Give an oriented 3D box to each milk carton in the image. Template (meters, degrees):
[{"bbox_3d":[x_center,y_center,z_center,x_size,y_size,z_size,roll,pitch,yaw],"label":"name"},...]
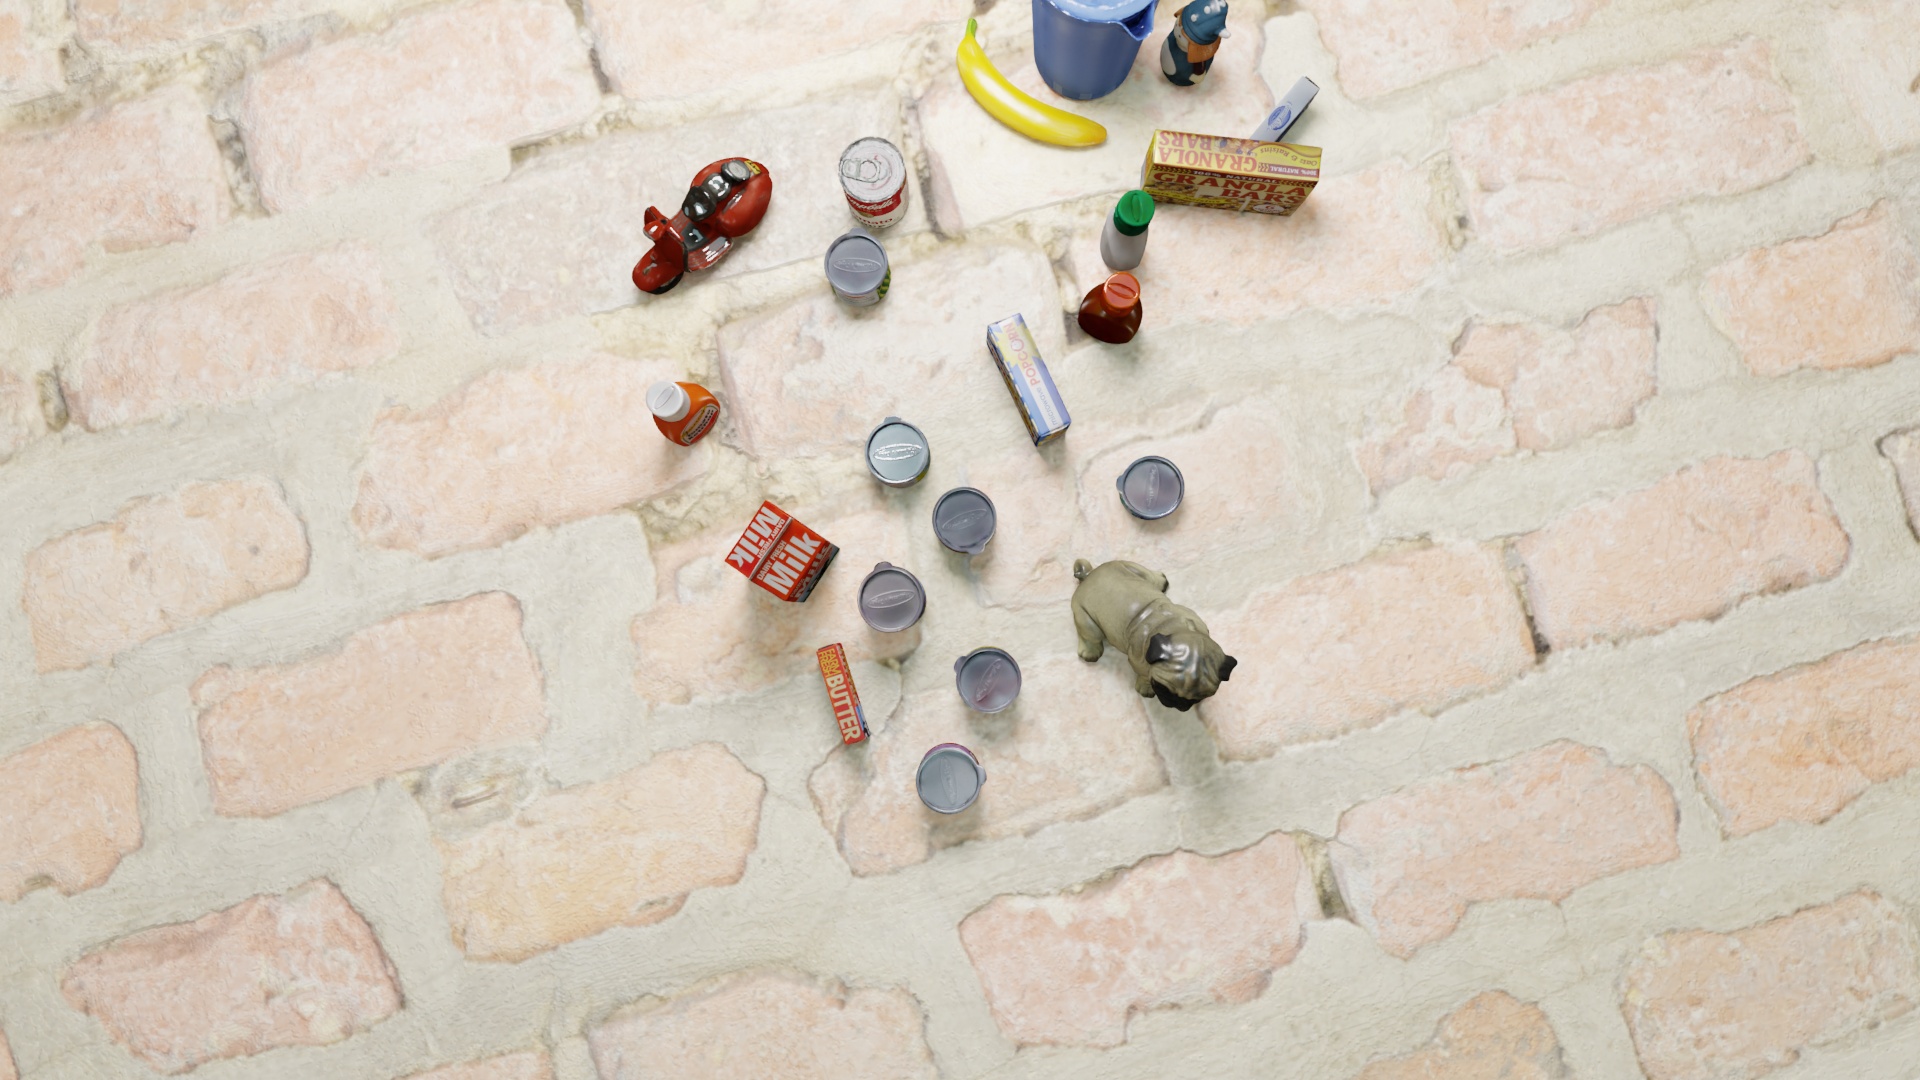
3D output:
[{"bbox_3d":[-0.175,0.012,1.364,0.073,0.190,0.072,33,88,2],"label":"milk carton"}]

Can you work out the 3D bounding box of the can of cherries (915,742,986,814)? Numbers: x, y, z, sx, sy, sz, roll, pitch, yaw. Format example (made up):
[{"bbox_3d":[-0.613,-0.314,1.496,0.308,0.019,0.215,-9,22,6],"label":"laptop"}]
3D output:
[{"bbox_3d":[-0.009,0.242,1.415,0.071,0.058,0.071,0,87,0],"label":"can of cherries"}]

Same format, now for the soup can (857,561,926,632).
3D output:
[{"bbox_3d":[-0.069,0.058,1.414,0.071,0.083,0.071,0,87,1],"label":"soup can"}]

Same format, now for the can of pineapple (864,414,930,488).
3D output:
[{"bbox_3d":[-0.064,-0.090,1.436,0.071,0.058,0.071,0,87,0],"label":"can of pineapple"}]

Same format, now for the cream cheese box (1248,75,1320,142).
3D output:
[{"bbox_3d":[0.330,-0.433,1.456,0.024,0.053,0.104,40,88,2],"label":"cream cheese box"}]

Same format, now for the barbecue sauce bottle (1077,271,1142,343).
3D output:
[{"bbox_3d":[0.155,-0.235,1.397,0.065,0.148,0.043,22,88,2],"label":"barbecue sauce bottle"}]

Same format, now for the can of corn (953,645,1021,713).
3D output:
[{"bbox_3d":[0.027,0.140,1.421,0.071,0.058,0.071,0,87,0],"label":"can of corn"}]

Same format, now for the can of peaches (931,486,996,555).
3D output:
[{"bbox_3d":[0.005,-0.018,1.431,0.071,0.058,0.071,0,87,0],"label":"can of peaches"}]

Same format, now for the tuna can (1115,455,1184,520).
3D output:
[{"bbox_3d":[0.195,-0.054,1.444,0.071,0.033,0.071,0,87,0],"label":"tuna can"}]

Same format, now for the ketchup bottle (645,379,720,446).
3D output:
[{"bbox_3d":[-0.282,-0.132,1.394,0.043,0.149,0.065,39,88,2],"label":"ketchup bottle"}]

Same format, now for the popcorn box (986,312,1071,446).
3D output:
[{"bbox_3d":[0.069,-0.163,1.425,0.038,0.085,0.126,-25,87,-1],"label":"popcorn box"}]

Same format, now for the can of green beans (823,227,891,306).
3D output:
[{"bbox_3d":[-0.106,-0.282,1.447,0.071,0.058,0.071,0,87,0],"label":"can of green beans"}]

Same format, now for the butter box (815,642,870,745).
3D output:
[{"bbox_3d":[-0.120,0.156,1.424,0.024,0.053,0.103,-18,87,0],"label":"butter box"}]

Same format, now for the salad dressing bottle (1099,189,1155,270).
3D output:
[{"bbox_3d":[0.169,-0.314,1.402,0.044,0.147,0.064,-4,87,0],"label":"salad dressing bottle"}]

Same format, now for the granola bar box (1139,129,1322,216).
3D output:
[{"bbox_3d":[0.271,-0.373,1.417,0.166,0.124,0.039,6,87,1],"label":"granola bar box"}]
